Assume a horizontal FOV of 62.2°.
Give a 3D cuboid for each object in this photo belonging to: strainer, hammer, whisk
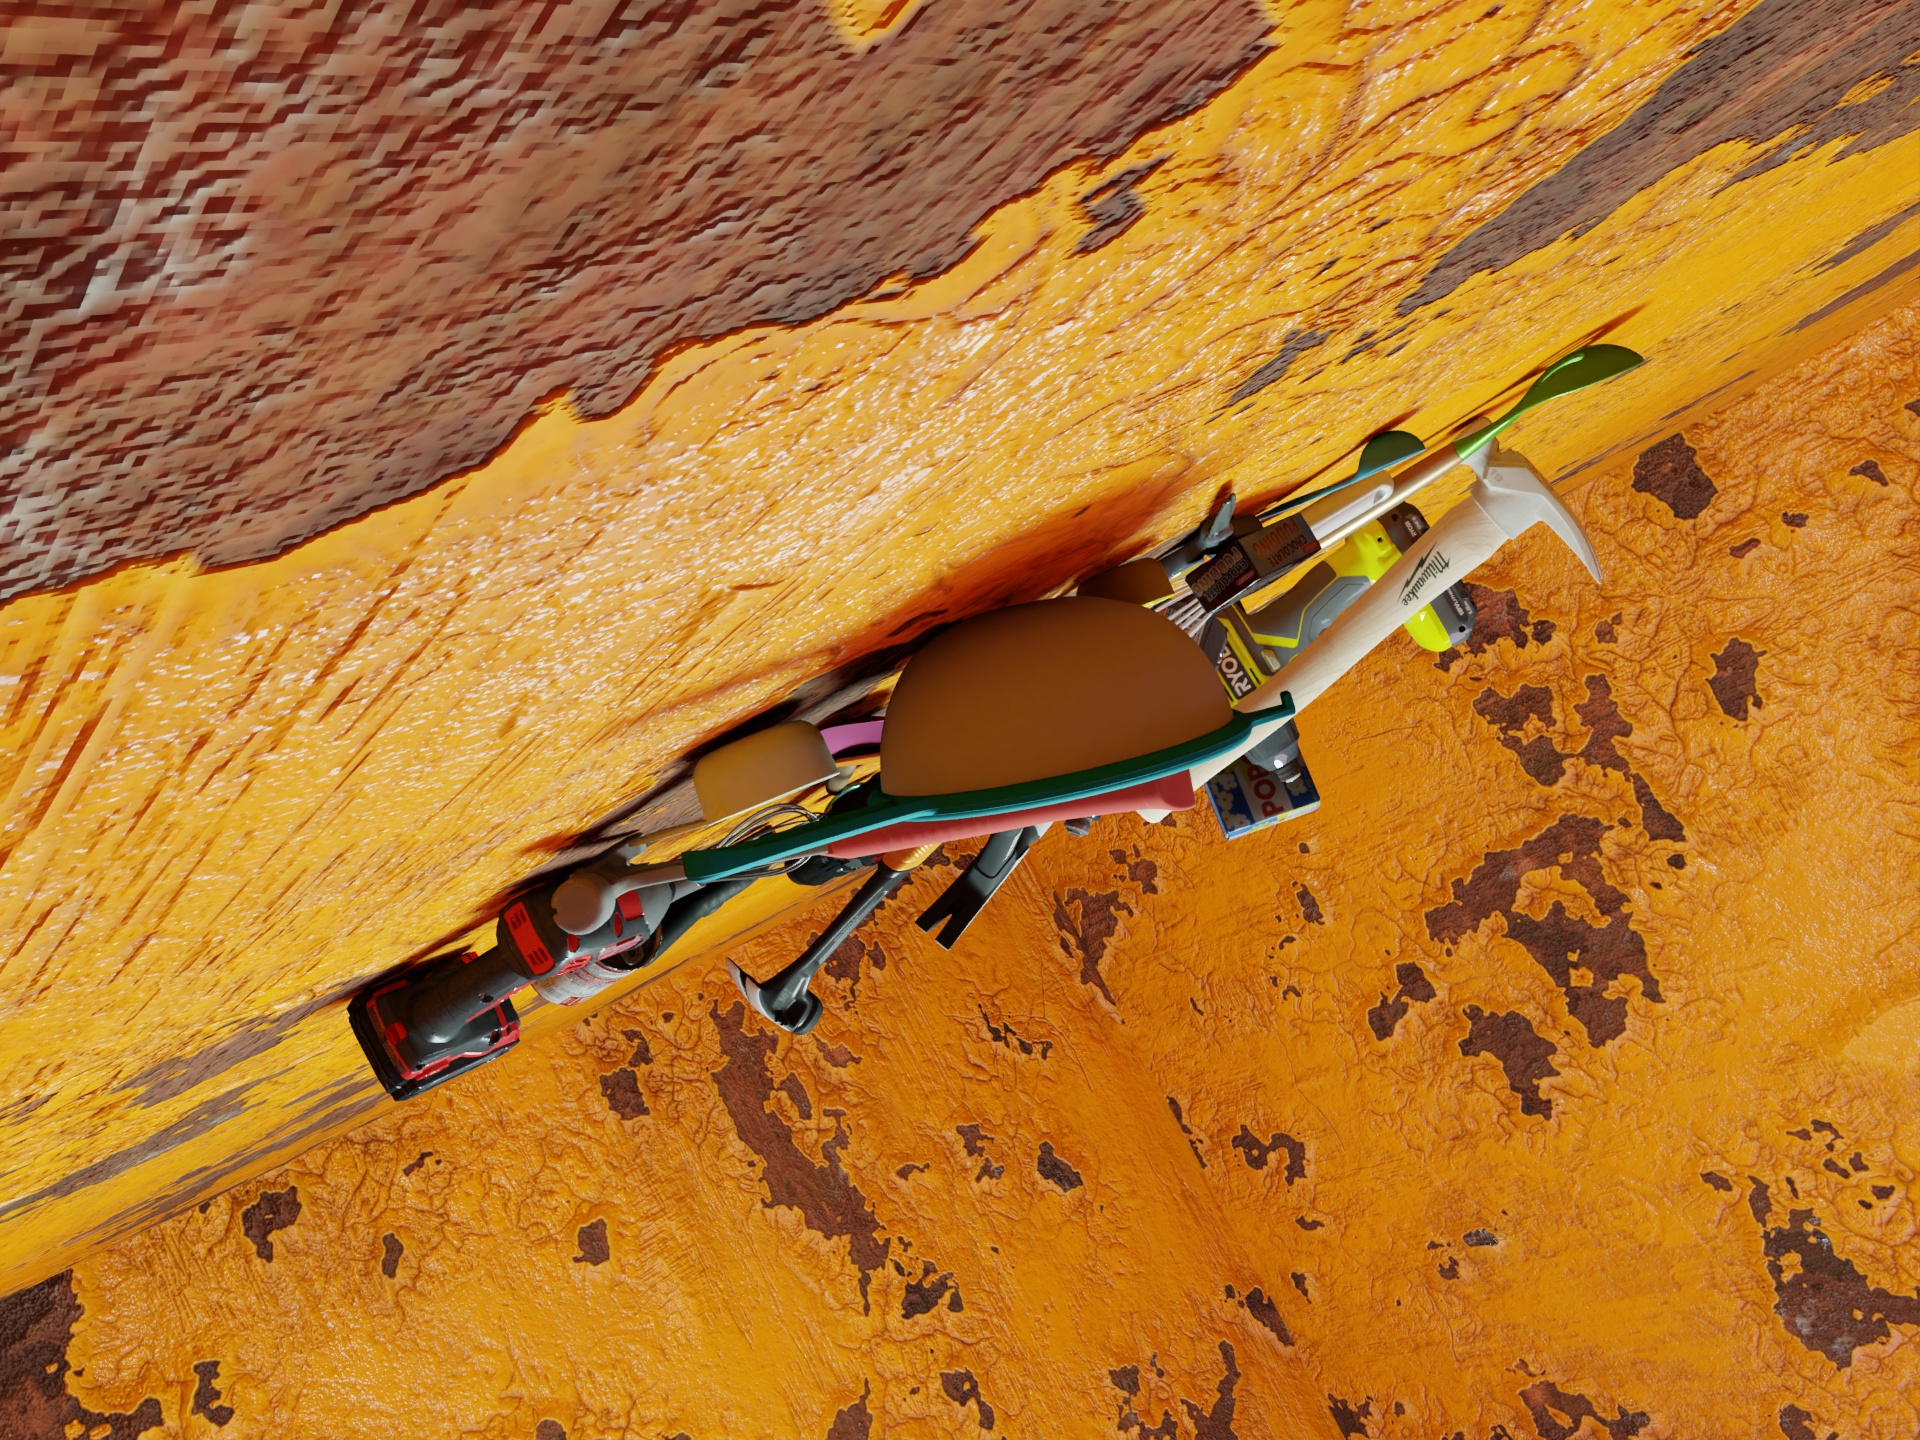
[{"bbox_3d":[-0.003,-0.003,0.815,0.340,0.095,0.211,-15,-174,-40],"label":"strainer"},{"bbox_3d":[-0.045,0.063,0.918,0.359,0.036,0.149,-11,-174,8],"label":"hammer"},{"bbox_3d":[0.292,-0.043,1.234,0.410,0.146,0.038,-43,173,28],"label":"hammer"},{"bbox_3d":[0.036,0.070,1.143,0.146,0.035,0.334,-49,171,-20],"label":"hammer"},{"bbox_3d":[-0.030,0.081,1.144,0.337,0.034,0.127,-48,155,-9],"label":"hammer"},{"bbox_3d":[0.199,-0.109,1.101,0.246,0.059,0.057,-31,147,-10],"label":"whisk"},{"bbox_3d":[-0.207,0.124,1.250,0.239,0.055,0.055,-25,175,15],"label":"whisk"}]

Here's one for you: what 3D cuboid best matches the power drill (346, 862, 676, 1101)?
[{"bbox_3d":[-0.295,0.165,1.072,0.219,0.078,0.143,-34,173,26],"label":"power drill"}]

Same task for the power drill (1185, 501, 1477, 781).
[{"bbox_3d":[0.303,-0.068,1.324,0.223,0.171,0.080,-32,-177,1],"label":"power drill"}]

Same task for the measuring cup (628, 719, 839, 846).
[{"bbox_3d":[-0.139,0.038,0.885,0.167,0.038,0.083,-20,-179,40],"label":"measuring cup"}]

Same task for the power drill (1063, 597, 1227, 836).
[{"bbox_3d":[0.127,0.003,1.225,0.226,0.084,0.164,117,-8,-78],"label":"power drill"}]

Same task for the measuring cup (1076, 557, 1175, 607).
[{"bbox_3d":[0.058,-0.065,0.971,0.156,0.029,0.062,-17,-178,37],"label":"measuring cup"}]

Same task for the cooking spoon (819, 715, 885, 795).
[{"bbox_3d":[-0.080,0.027,1.108,0.068,0.017,0.319,-7,171,-9],"label":"cooking spoon"}]

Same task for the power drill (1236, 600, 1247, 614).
[{"bbox_3d":[0.152,-0.027,1.447,0.228,0.080,0.190,-28,170,25],"label":"power drill"}]

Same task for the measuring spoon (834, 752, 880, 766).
[{"bbox_3d":[-0.073,0.031,1.045,0.117,0.011,0.021,-10,171,9],"label":"measuring spoon"}]

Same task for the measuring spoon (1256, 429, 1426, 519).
[{"bbox_3d":[0.235,-0.157,1.012,0.128,0.021,0.042,-21,-178,45],"label":"measuring spoon"}]

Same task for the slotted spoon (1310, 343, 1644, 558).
[{"bbox_3d":[0.331,-0.177,1.129,0.313,0.031,0.070,-33,-177,35],"label":"slotted spoon"}]

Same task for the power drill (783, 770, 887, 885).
[{"bbox_3d":[-0.029,0.063,1.316,0.226,0.080,0.188,-25,174,-45],"label":"power drill"}]
